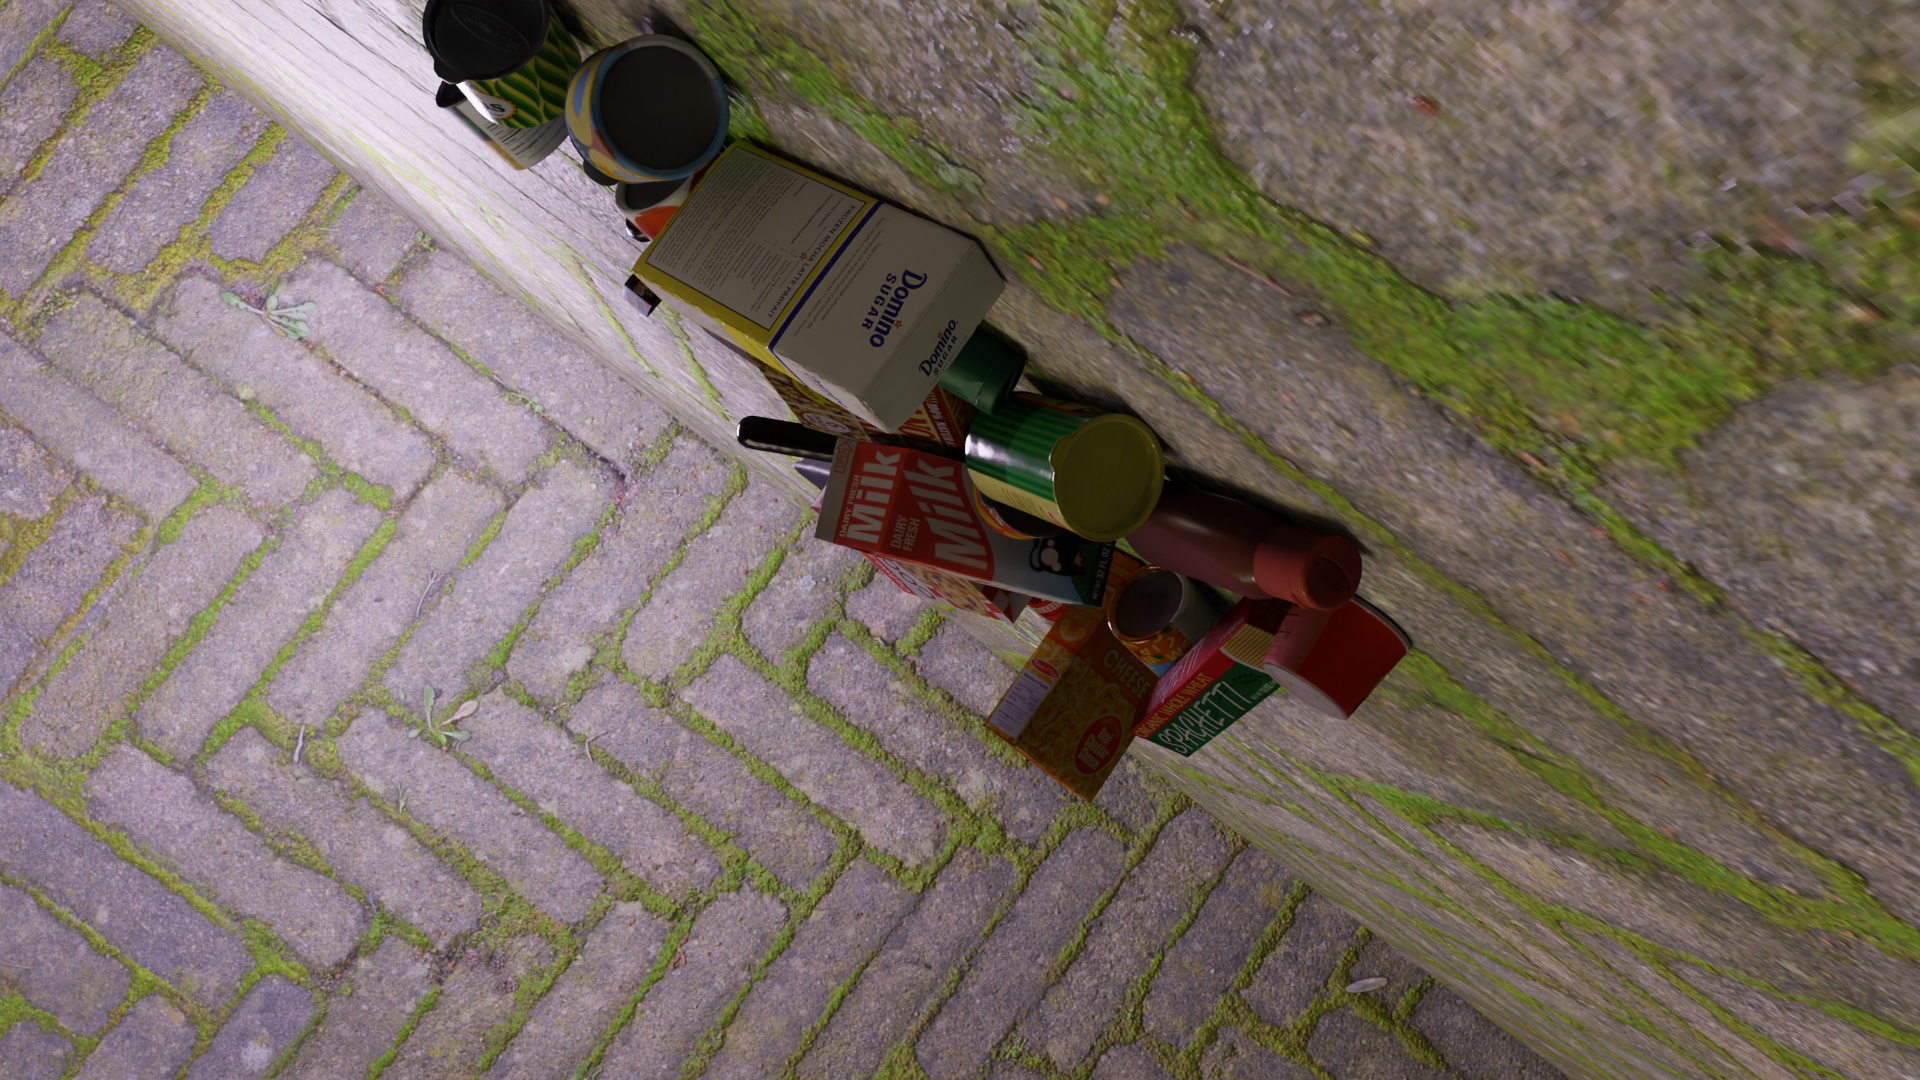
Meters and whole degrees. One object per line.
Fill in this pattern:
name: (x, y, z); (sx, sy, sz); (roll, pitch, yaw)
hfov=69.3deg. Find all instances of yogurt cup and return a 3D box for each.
yogurt cup: (0.203, 0.061, 0.761); (0.072, 0.054, 0.072); (36, 172, 6)

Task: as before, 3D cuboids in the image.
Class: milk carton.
milk carton: (0.003, -0.012, 0.920); (0.191, 0.072, 0.073); (14, 176, -8)

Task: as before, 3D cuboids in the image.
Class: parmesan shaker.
parmesan shaker: (0.051, -0.044, 0.746); (0.071, 0.071, 0.103); (40, 173, -29)

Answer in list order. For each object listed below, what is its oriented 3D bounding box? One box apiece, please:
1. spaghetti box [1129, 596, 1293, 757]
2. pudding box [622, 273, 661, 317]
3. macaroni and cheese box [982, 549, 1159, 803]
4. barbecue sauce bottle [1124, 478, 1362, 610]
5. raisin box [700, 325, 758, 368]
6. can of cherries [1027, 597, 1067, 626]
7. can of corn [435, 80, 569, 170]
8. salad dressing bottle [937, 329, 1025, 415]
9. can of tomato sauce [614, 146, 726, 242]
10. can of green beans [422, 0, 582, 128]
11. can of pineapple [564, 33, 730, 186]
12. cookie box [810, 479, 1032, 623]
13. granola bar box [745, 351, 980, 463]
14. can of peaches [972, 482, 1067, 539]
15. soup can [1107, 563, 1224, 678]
spaghetti box: (0.169, 0.093, 0.912); (0.050, 0.029, 0.249); (23, 155, 0)
pudding box: (-0.263, -0.223, 1.191); (0.030, 0.050, 0.083); (40, 172, -13)
macaroni and cheese box: (0.108, 0.106, 1.070); (0.040, 0.166, 0.123); (29, 170, 44)
barbecue sauce bottle: (0.142, 0.003, 0.713); (0.065, 0.044, 0.148); (39, 172, -27)
raisin box: (-0.181, -0.182, 1.098); (0.086, 0.040, 0.123); (35, 173, 15)
can of cherries: (0.080, 0.034, 1.131); (0.058, 0.071, 0.071); (40, 172, -23)
can of corn: (-0.274, -0.270, 0.847); (0.071, 0.071, 0.058); (29, 170, 46)
salad dressing bottle: (-0.037, -0.119, 0.750); (0.148, 0.044, 0.064); (30, 140, 8)
can of tomato sauce: (-0.140, -0.181, 0.776); (0.071, 0.071, 0.083); (30, 170, 43)
can of green beans: (-0.241, -0.260, 0.735); (0.071, 0.071, 0.057); (35, 173, 8)
can of pineapple: (-0.150, -0.202, 0.661); (0.071, 0.071, 0.058); (40, 172, -29)
cookie box: (-0.032, 0.003, 1.112); (0.122, 0.040, 0.167); (45, 163, -29)
granola bar box: (-0.056, -0.099, 0.865); (0.124, 0.039, 0.165); (13, 168, 12)
can of peaches: (0.041, -0.034, 0.858); (0.071, 0.071, 0.058); (37, 174, -6)
soup can: (0.150, 0.065, 0.986); (0.083, 0.071, 0.071); (42, 171, -37)
